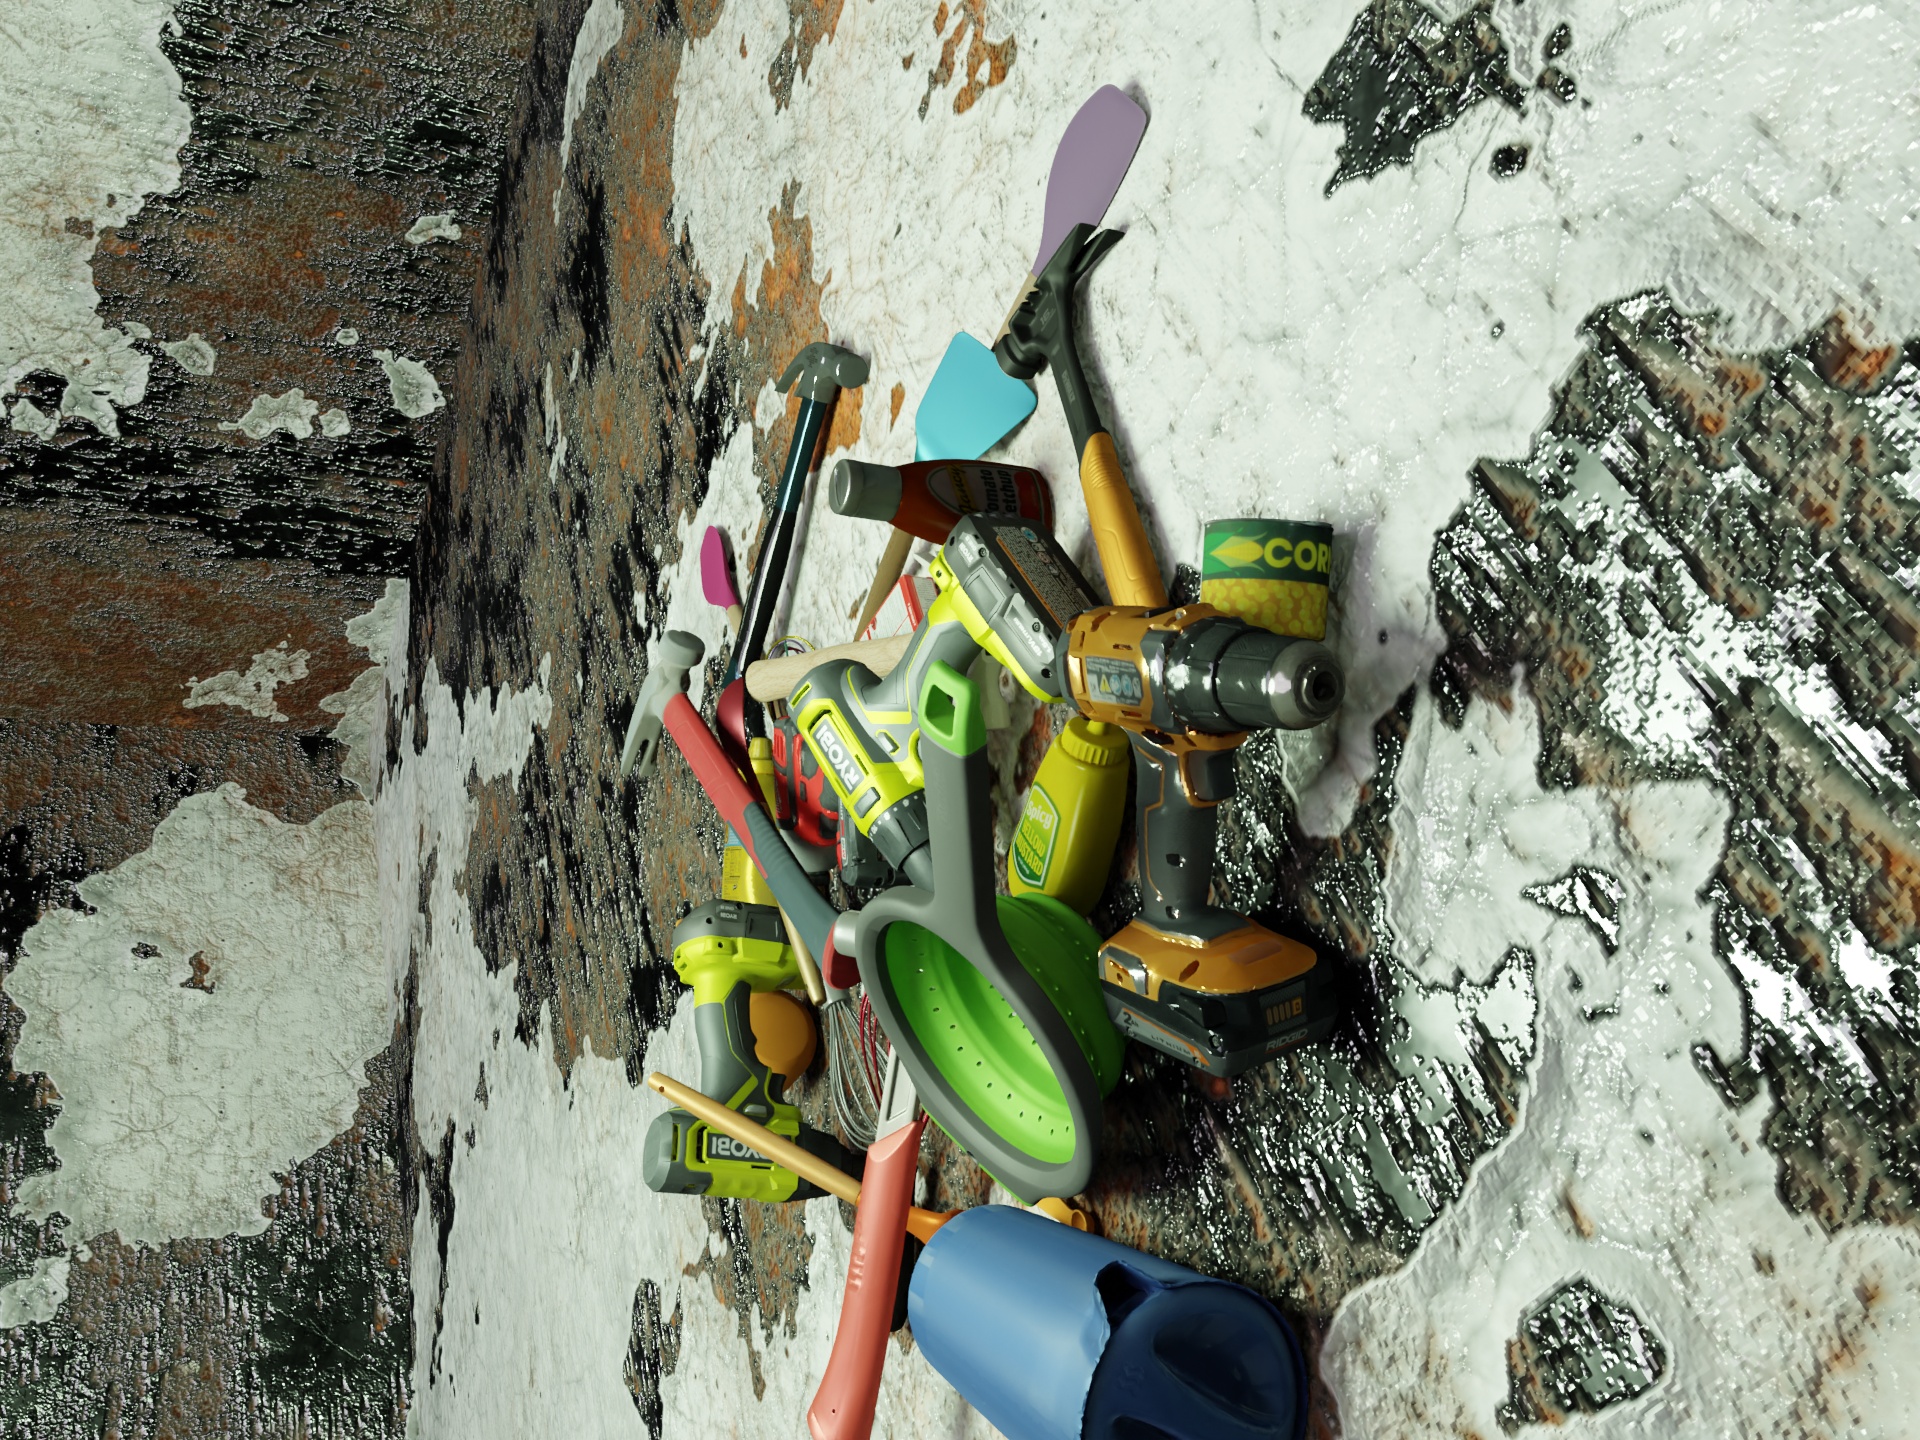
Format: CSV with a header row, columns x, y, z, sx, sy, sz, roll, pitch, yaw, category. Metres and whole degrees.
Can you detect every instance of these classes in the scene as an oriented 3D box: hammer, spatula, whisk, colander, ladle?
x,y,z,sx,sy,sz,roll,pitch,yaw,category
-0.160,-0.177,1.431,0.128,0.033,0.331,40,117,57,hammer
-0.040,0.313,1.053,0.149,0.036,0.359,9,90,26,hammer
0.044,-0.289,1.104,0.060,0.018,0.315,50,132,25,spatula
-0.041,0.300,1.135,0.073,0.073,0.295,23,112,60,whisk
-0.097,0.220,1.230,0.055,0.055,0.239,-56,48,42,whisk
-0.135,0.044,1.367,0.051,0.047,0.245,139,125,-68,whisk
-0.094,0.325,1.113,0.323,0.041,0.081,23,106,21,spatula
0.032,0.109,0.882,0.205,0.094,0.396,36,145,35,colander
-0.034,-0.146,1.209,0.082,0.044,0.317,45,140,16,spatula
-0.074,-0.047,1.200,0.331,0.031,0.130,-7,90,54,hammer
-0.175,0.086,1.249,0.387,0.038,0.143,49,124,44,hammer
-0.153,0.091,1.274,0.069,0.031,0.316,105,150,-49,ladle
0.093,-0.148,0.980,0.127,0.034,0.337,-50,44,48,hammer

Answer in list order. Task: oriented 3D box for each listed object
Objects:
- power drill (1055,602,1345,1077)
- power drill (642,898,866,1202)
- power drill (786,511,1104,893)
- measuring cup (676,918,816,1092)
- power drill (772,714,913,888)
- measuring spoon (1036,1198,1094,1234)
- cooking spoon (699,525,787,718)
x,y,z,sx,sy,sz,roll,pitch,yaw,category
0.127,0.054,0.783,0.185,0.084,0.226,10,111,61,power drill
-0.156,0.264,1.257,0.080,0.171,0.223,132,143,-50,power drill
-0.002,-0.003,1.027,0.228,0.080,0.191,-48,65,33,power drill
-0.187,0.233,1.343,0.174,0.095,0.052,57,138,12,measuring cup
-0.088,0.067,1.235,0.220,0.078,0.143,-177,84,-65,power drill
0.056,0.300,1.011,0.117,0.011,0.021,-162,73,-64,measuring spoon
-0.214,-0.092,1.552,0.319,0.017,0.068,61,138,46,cooking spoon
